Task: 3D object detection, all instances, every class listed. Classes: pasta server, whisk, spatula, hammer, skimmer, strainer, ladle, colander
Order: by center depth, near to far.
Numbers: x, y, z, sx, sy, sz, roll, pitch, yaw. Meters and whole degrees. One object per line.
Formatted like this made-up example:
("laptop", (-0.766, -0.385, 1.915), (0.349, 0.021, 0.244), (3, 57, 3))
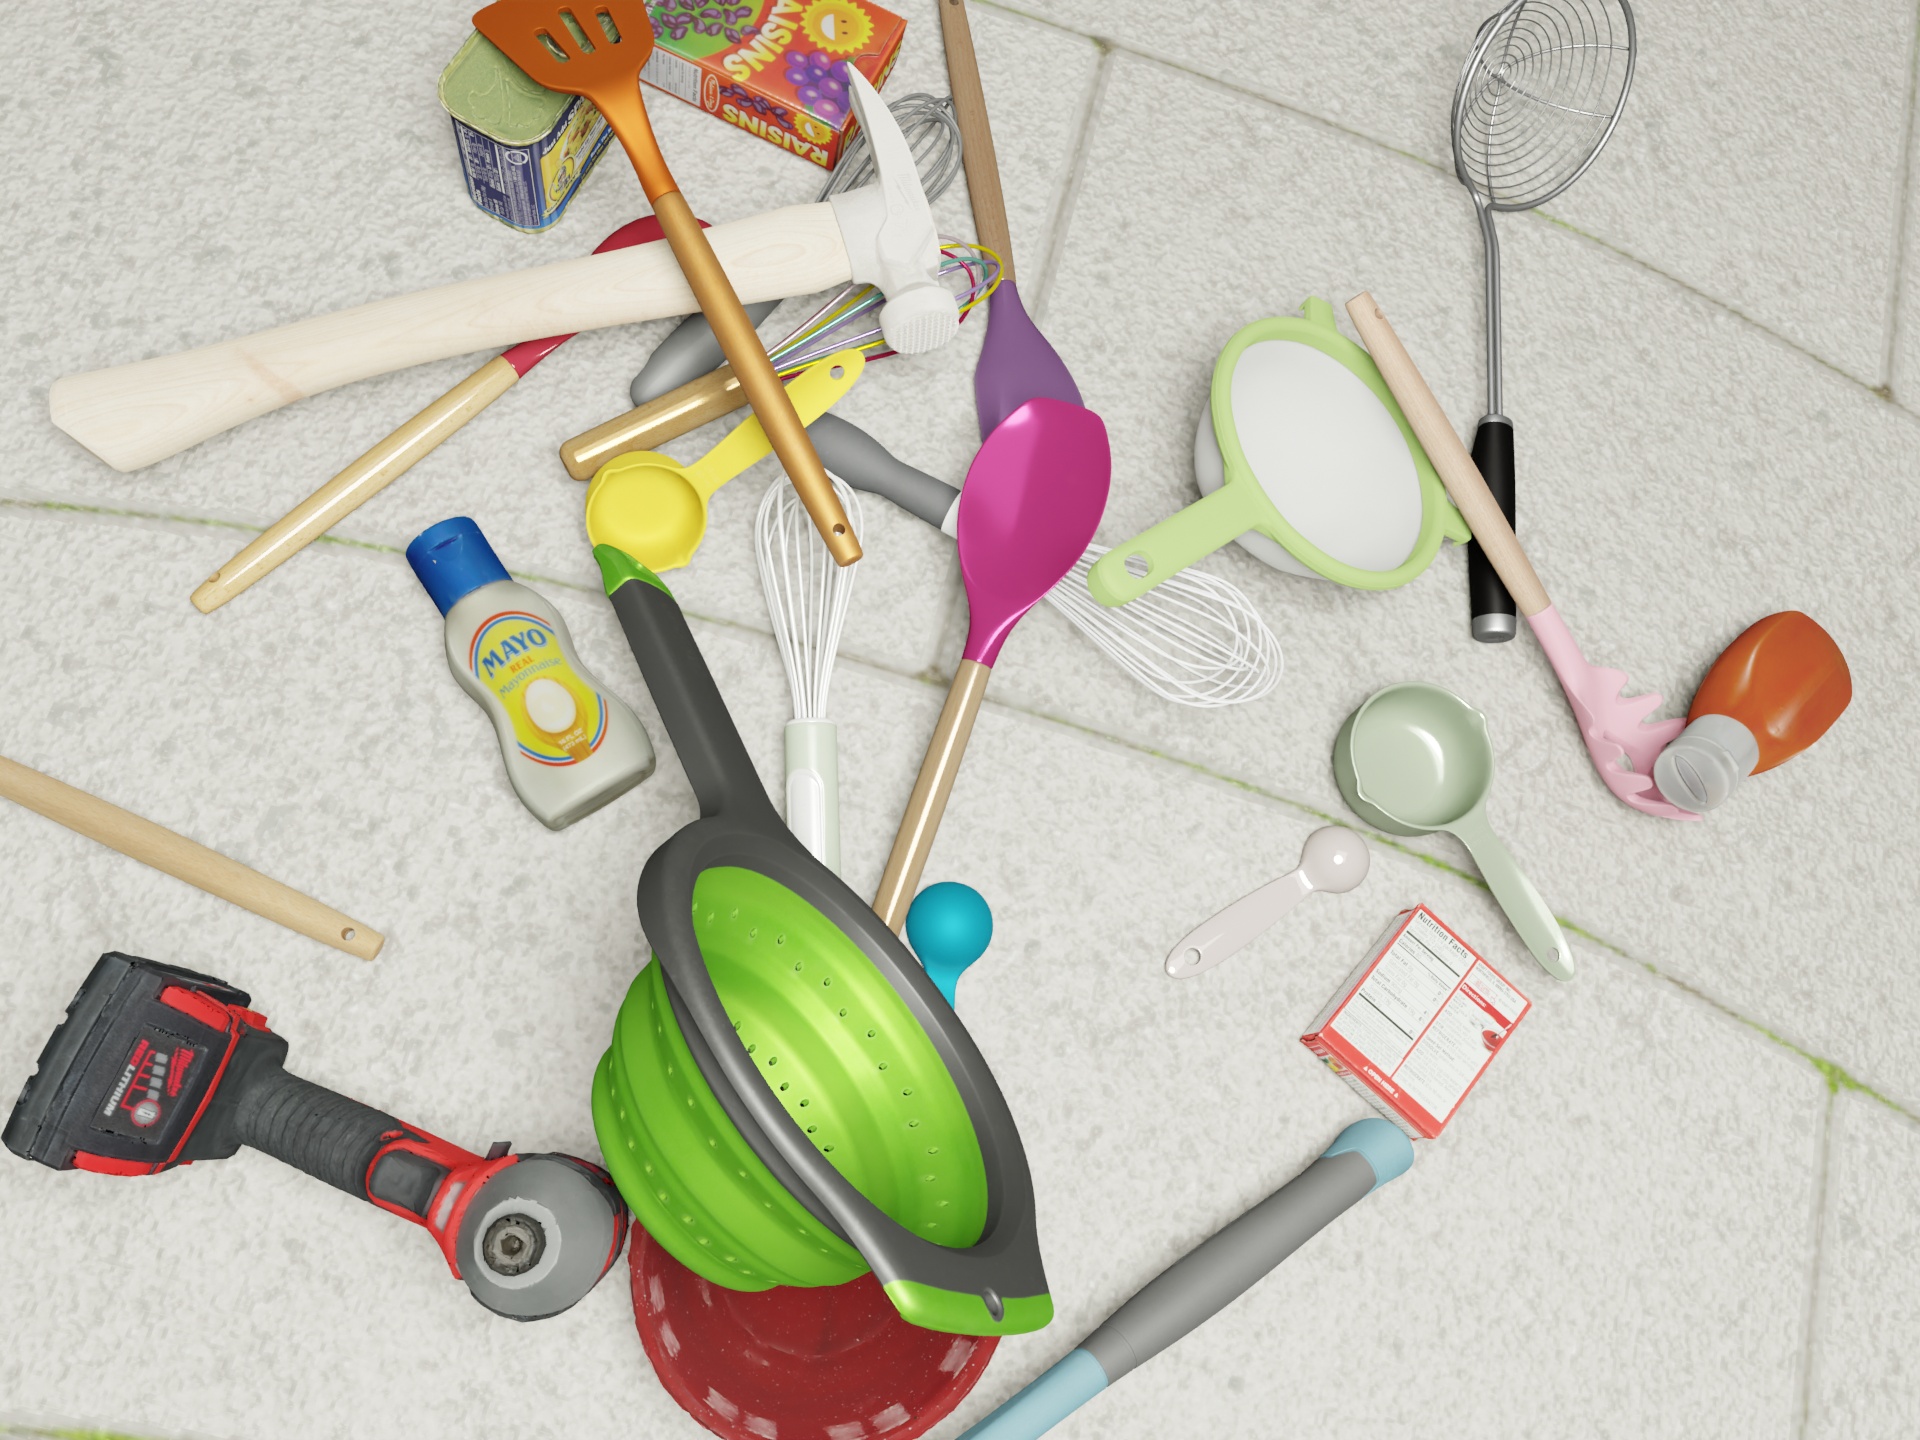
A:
("colander", (-0.104, 0.085, 0.646), (0.094, 0.204, 0.398), (-39, 55, 12))
("hammer", (0.065, 0.267, 0.677), (0.331, 0.128, 0.033), (-28, 81, -24))
("ladle", (-0.398, 0.029, 0.681), (0.320, 0.062, 0.078), (26, 72, -5))
("spatula", (-0.122, -0.212, 0.725), (0.081, 0.041, 0.323), (-26, 85, -12))
("hammer", (-0.216, -0.202, 0.751), (0.410, 0.038, 0.146), (-15, 76, -6))
("whisk", (-0.071, -0.006, 0.752), (0.058, 0.059, 0.246), (-6, 79, 20))
("ladle", (-0.239, -0.156, 0.772), (0.315, 0.031, 0.069), (-42, 56, -14))
("strainer", (0.135, -0.102, 0.778), (0.256, 0.069, 0.151), (-32, 88, -37))
("whisk", (0.030, -0.085, 0.791), (0.284, 0.070, 0.070), (28, 72, 4))
("whisk", (-0.086, -0.181, 0.792), (0.245, 0.051, 0.047), (-29, 85, -13))
("pasta server", (0.286, -0.082, 0.807), (0.060, 0.040, 0.316), (-38, 98, -37))
("whisk", (-0.083, -0.242, 0.819), (0.055, 0.055, 0.239), (43, 77, 3))
("spatula", (0.021, -0.256, 0.853), (0.059, 0.018, 0.316), (-7, 77, -13))
("skimmer", (0.314, -0.223, 0.857), (0.127, 0.090, 0.363), (16, 72, -39))

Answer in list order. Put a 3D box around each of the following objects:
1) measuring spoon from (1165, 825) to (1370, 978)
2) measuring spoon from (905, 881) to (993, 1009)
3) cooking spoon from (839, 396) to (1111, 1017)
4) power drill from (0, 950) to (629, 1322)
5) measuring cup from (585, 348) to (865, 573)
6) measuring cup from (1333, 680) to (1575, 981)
("measuring spoon", (0.152, 0.090, 0.778), (0.124, 0.018, 0.034), (-31, 82, -16))
("measuring spoon", (-0.010, 0.136, 0.735), (0.042, 0.021, 0.129), (11, 72, -7))
("cooking spoon", (-0.001, -0.002, 0.746), (0.069, 0.017, 0.319), (18, 84, 12))
("power drill", (-0.239, 0.170, 0.624), (0.219, 0.143, 0.078), (23, 75, -1))
("measuring cup", (-0.112, -0.131, 0.759), (0.156, 0.029, 0.062), (-37, 124, 2))
("measuring cup", (0.249, 0.059, 0.796), (0.083, 0.038, 0.167), (-30, 84, -16))
